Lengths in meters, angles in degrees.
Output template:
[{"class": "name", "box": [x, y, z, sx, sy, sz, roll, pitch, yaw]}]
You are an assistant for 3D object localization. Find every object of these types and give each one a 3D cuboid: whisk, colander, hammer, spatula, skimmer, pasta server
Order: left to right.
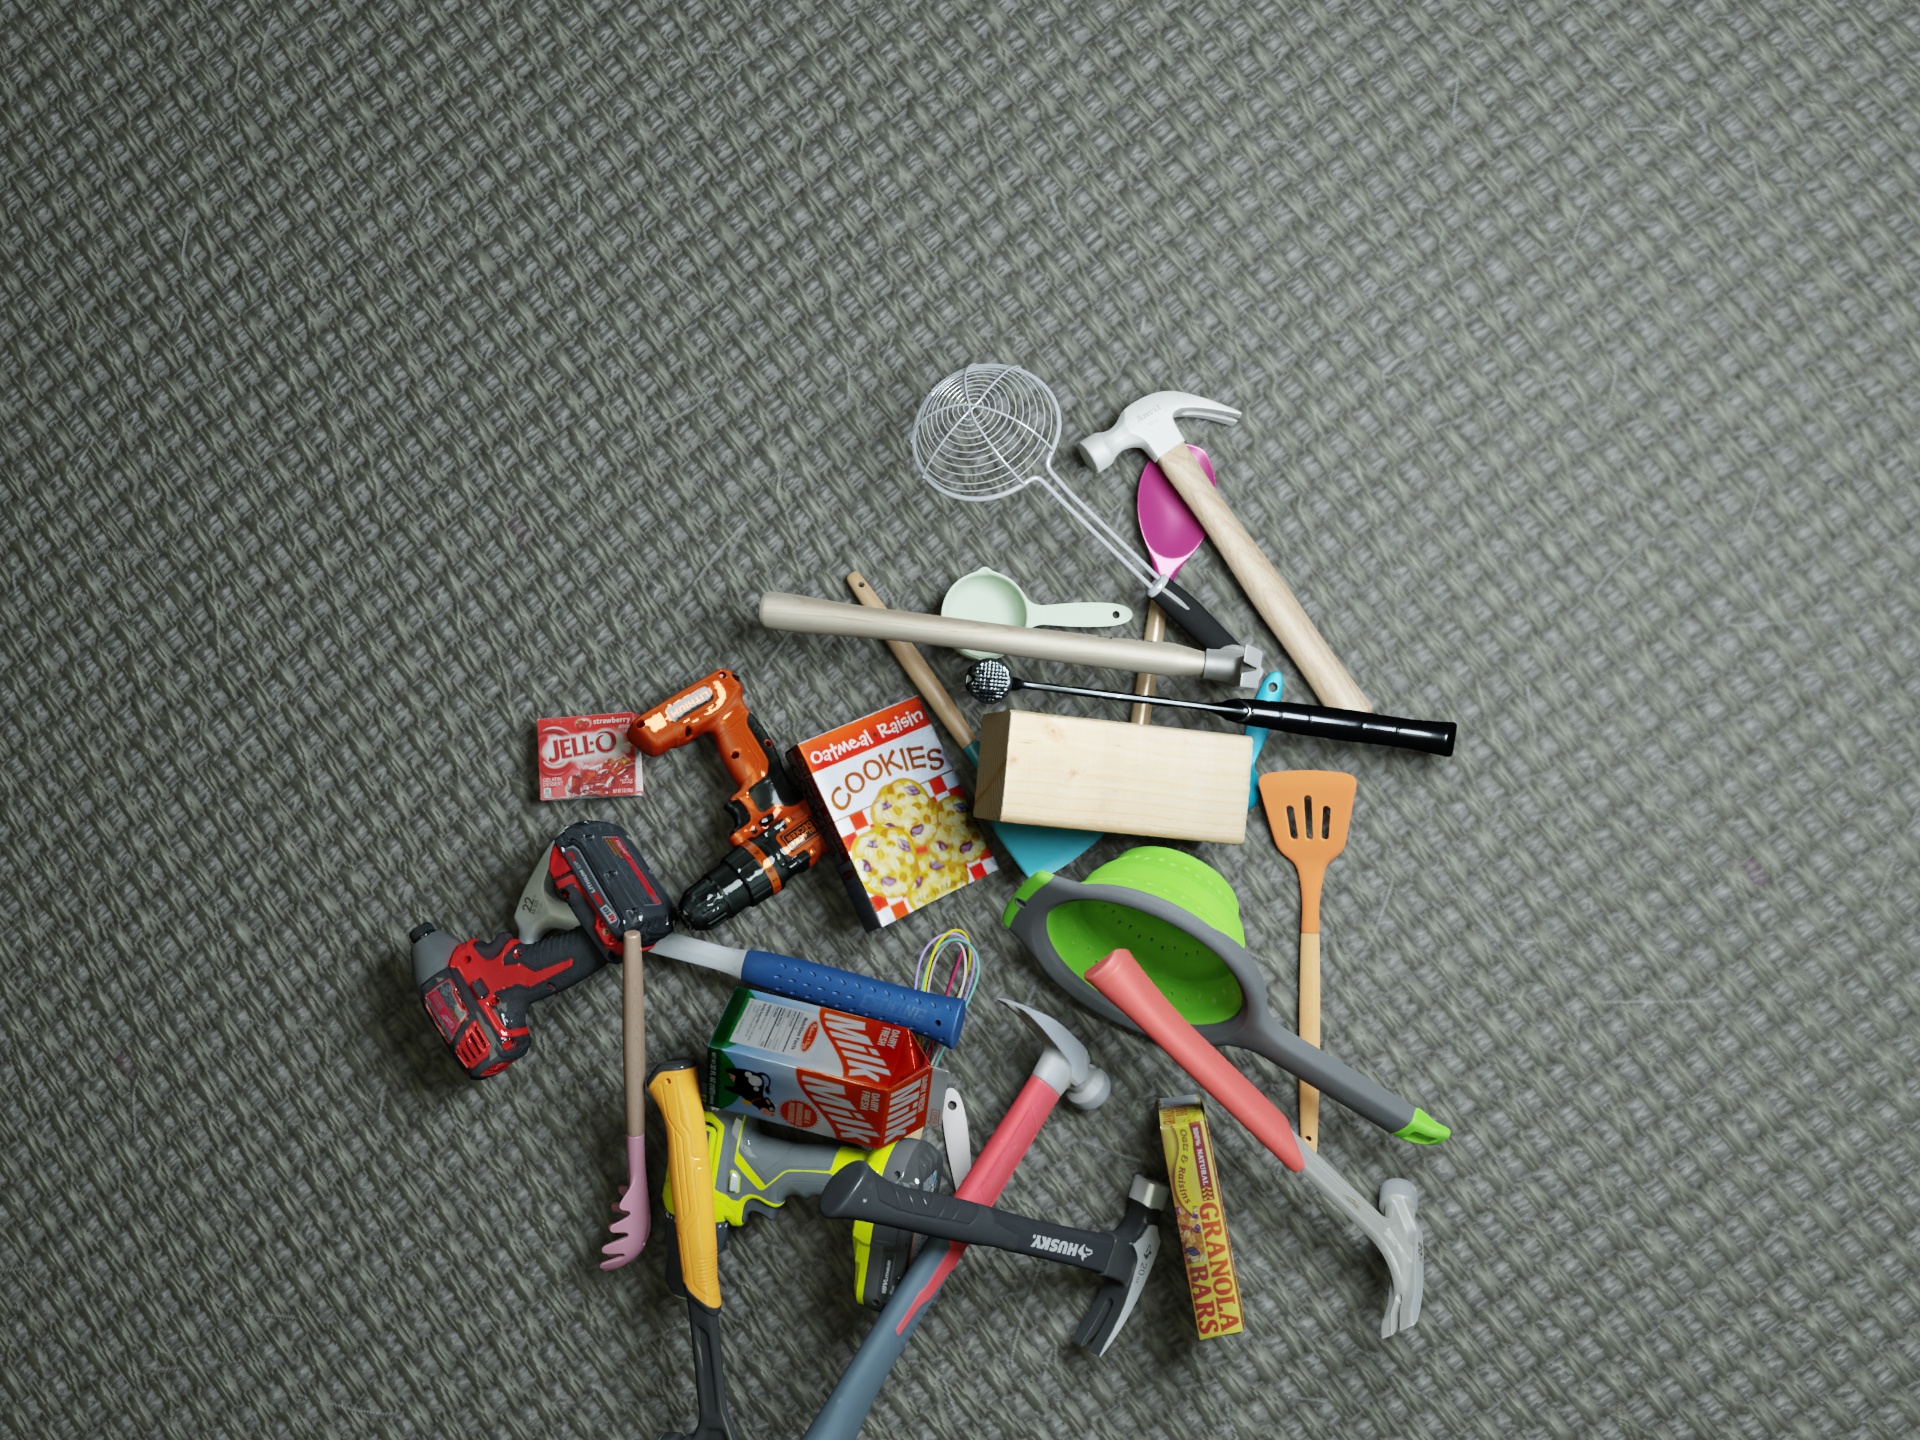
[{"class": "pasta server", "box": [-0.277, 0.318, 1.316, 0.040, 0.060, 0.316, 2, 109, -5]}, {"class": "hammer", "box": [-0.206, 0.443, 1.292, 0.127, 0.034, 0.337, -9, 87, 19]}, {"class": "hammer", "box": [-0.192, 0.200, 1.354, 0.405, 0.035, 0.144, 13, 87, 13]}, {"class": "whisk", "box": [-0.028, 0.297, 1.357, 0.051, 0.047, 0.245, 14, 92, 13]}, {"class": "hammer", "box": [-0.020, 0.406, 1.251, 0.386, 0.038, 0.143, -55, 128, -19]}, {"class": "spatula", "box": [-0.002, -0.004, 1.372, 0.082, 0.044, 0.317, -32, 82, -22]}, {"class": "hammer", "box": [0.028, 0.402, 1.239, 0.334, 0.035, 0.146, 25, 80, -36]}, {"class": "hammer", "box": [0.037, -0.066, 1.289, 0.410, 0.146, 0.038, 7, 92, 7]}, {"class": "skimmer", "box": [0.115, -0.156, 1.346, 0.363, 0.090, 0.127, 41, 84, -15]}, {"class": "hammer", "box": [0.207, -0.009, 1.307, 0.409, 0.149, 0.036, 7, 92, -1]}, {"class": "colander", "box": [0.232, 0.212, 1.299, 0.397, 0.204, 0.094, 31, 56, 0]}, {"class": "hammer", "box": [0.246, -0.138, 1.359, 0.130, 0.031, 0.331, -35, 88, -7]}, {"class": "hammer", "box": [0.232, 0.315, 1.245, 0.359, 0.149, 0.036, 44, 121, -8]}, {"class": "spatula", "box": [0.292, 0.203, 1.335, 0.081, 0.041, 0.322, 0, 87, 17]}]

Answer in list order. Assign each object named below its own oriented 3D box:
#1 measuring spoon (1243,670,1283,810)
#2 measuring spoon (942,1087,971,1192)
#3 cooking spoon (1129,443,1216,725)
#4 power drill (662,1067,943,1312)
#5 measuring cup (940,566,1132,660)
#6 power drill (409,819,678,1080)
[{"class": "measuring spoon", "box": [0.251, 0.018, 1.360, 0.042, 0.021, 0.128, 19, 89, 5]}, {"class": "measuring spoon", "box": [-0.001, 0.377, 1.358, 0.034, 0.018, 0.124, -9, 85, 4]}, {"class": "cooking spoon", "box": [0.169, -0.084, 1.376, 0.068, 0.017, 0.319, 10, 87, -3]}, {"class": "power drill", "box": [-0.142, 0.409, 1.328, 0.228, 0.080, 0.190, 10, 94, 15]}, {"class": "measuring cup", "box": [0.064, -0.090, 1.381, 0.167, 0.038, 0.083, -1, 87, -9]}, {"class": "power drill", "box": [-0.361, 0.185, 1.335, 0.219, 0.078, 0.143, -38, 78, 9]}]
